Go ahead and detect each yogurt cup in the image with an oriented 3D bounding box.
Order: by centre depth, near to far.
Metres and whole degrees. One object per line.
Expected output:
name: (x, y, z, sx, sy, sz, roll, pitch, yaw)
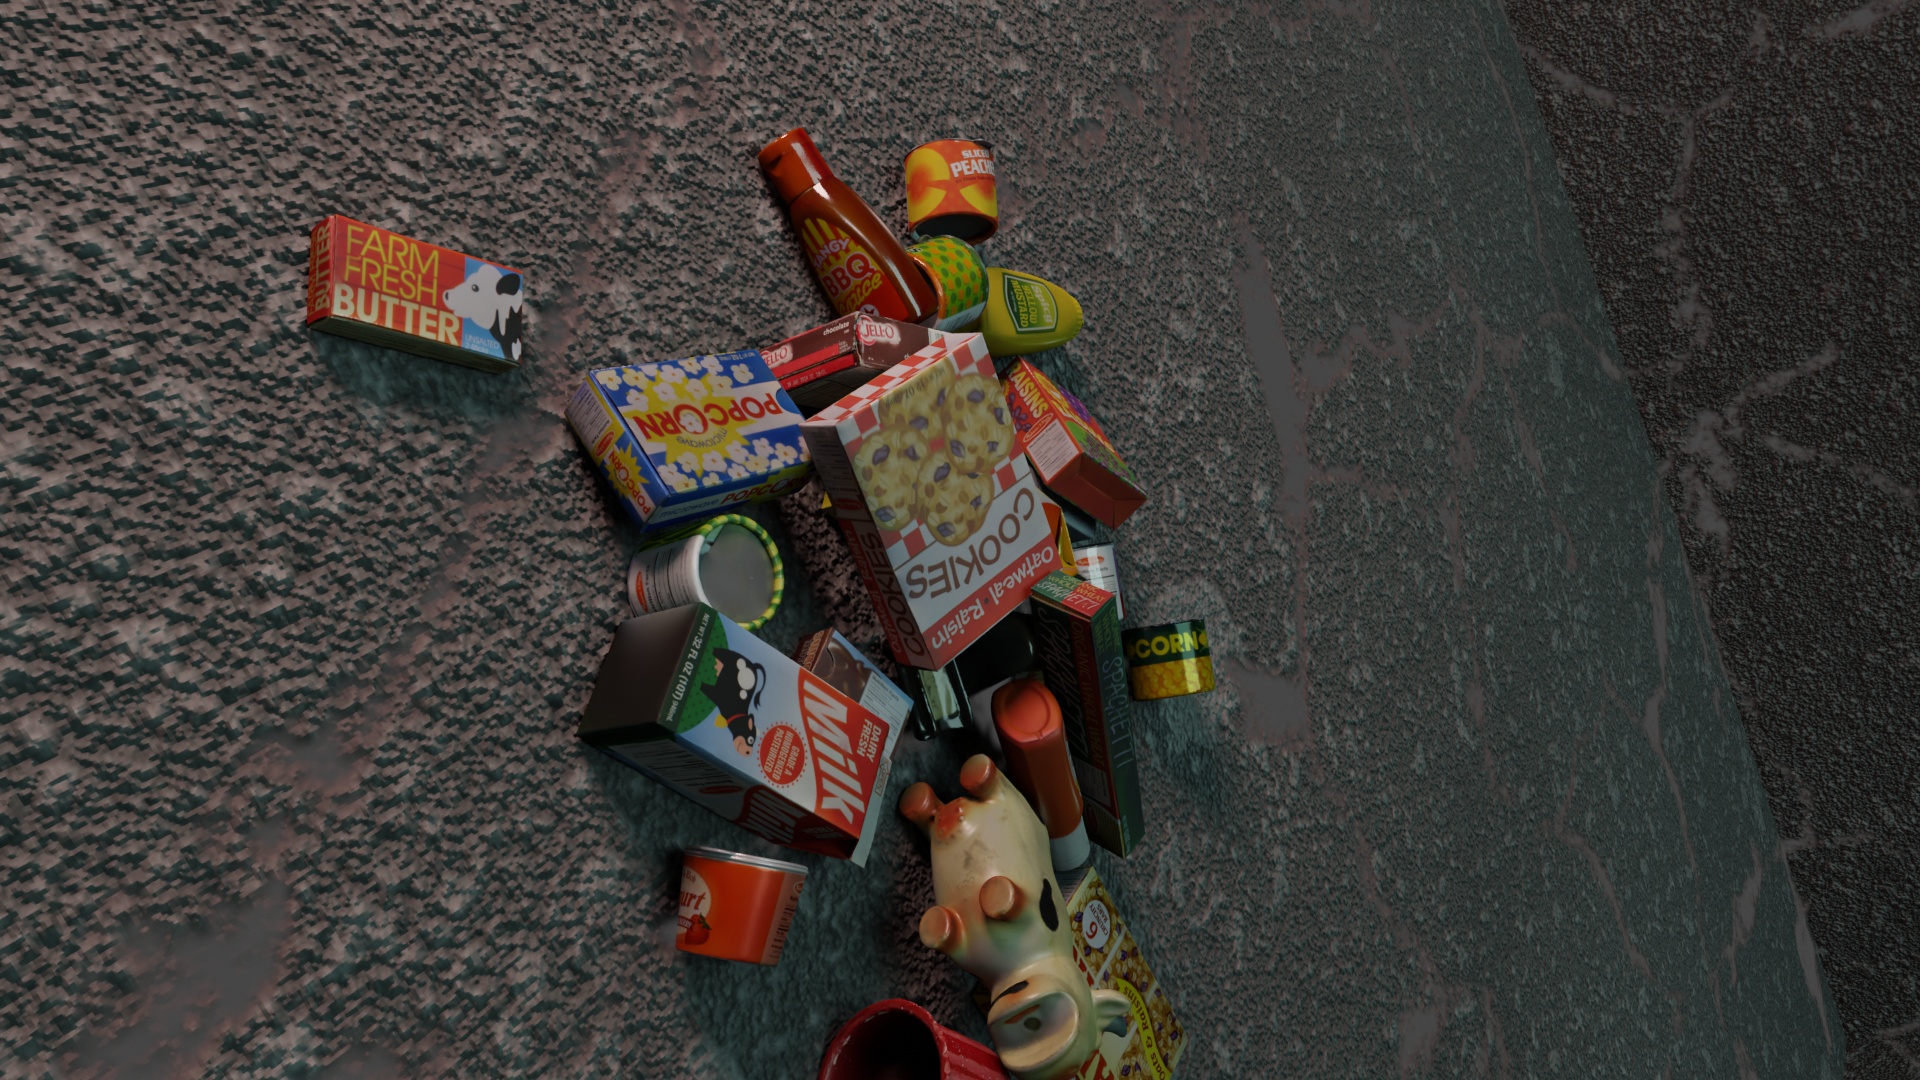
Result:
yogurt cup: (-0.119, 0.195, 0.739, 0.072, 0.072, 0.054, 25, 68, -43)

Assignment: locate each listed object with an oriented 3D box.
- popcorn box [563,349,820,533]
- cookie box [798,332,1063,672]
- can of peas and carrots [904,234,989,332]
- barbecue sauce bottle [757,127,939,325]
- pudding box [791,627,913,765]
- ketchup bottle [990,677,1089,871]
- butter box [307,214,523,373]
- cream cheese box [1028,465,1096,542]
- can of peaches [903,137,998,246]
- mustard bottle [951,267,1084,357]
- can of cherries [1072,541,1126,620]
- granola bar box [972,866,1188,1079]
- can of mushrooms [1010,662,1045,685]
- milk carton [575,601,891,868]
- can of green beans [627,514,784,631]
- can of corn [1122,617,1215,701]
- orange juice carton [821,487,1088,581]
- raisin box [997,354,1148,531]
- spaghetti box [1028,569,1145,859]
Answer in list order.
popcorn box: (-0.146, -0.059, 0.782, 0.127, 0.038, 0.085, -19, 68, -51)
cookie box: (-0.013, -0.023, 0.839, 0.123, 0.040, 0.166, -37, 117, -33)
can of peas and carrots: (-0.024, -0.176, 0.967, 0.059, 0.071, 0.071, -34, 105, -49)
barbecue sauce bottle: (-0.078, -0.199, 0.915, 0.148, 0.064, 0.044, 57, 40, -8)
pudding box: (-0.070, 0.097, 0.854, 0.083, 0.030, 0.050, 46, 49, -31)
ketchup bottle: (0.057, 0.164, 0.940, 0.065, 0.043, 0.148, -118, -170, -52)
butter box: (-0.268, -0.120, 0.690, 0.103, 0.024, 0.053, 12, 70, -48)
cream cheese box: (0.048, -0.026, 1.014, 0.103, 0.053, 0.024, 32, 55, -40)
can of peaches: (-0.005, -0.252, 1.009, 0.071, 0.071, 0.058, 10, 73, -48)
mustard bottle: (0.051, -0.174, 1.068, 0.161, 0.048, 0.065, -9, 84, -51)
can of cherries: (0.085, 0.034, 1.031, 0.072, 0.071, 0.058, -10, 90, -51)
granola bar box: (0.086, 0.329, 0.959, 0.125, 0.039, 0.165, -46, 114, -46)
can of mushrooms: (0.067, 0.111, 1.010, 0.071, 0.033, 0.071, 18, 66, -47)
milk carton: (-0.107, 0.114, 0.769, 0.190, 0.073, 0.073, 40, 51, -36)
can of green beans: (-0.141, 0.022, 0.771, 0.071, 0.057, 0.071, 19, 65, -46)
can of corn: (0.166, 0.095, 1.105, 0.071, 0.071, 0.058, -1, 80, -50)
orange juice carton: (0.003, -0.012, 0.942, 0.192, 0.071, 0.073, 36, 54, -37)
raisin box: (0.077, -0.073, 1.029, 0.086, 0.040, 0.124, 29, 24, -42)
spaghetti box: (0.088, 0.122, 0.934, 0.029, 0.050, 0.248, -43, 139, -31)
